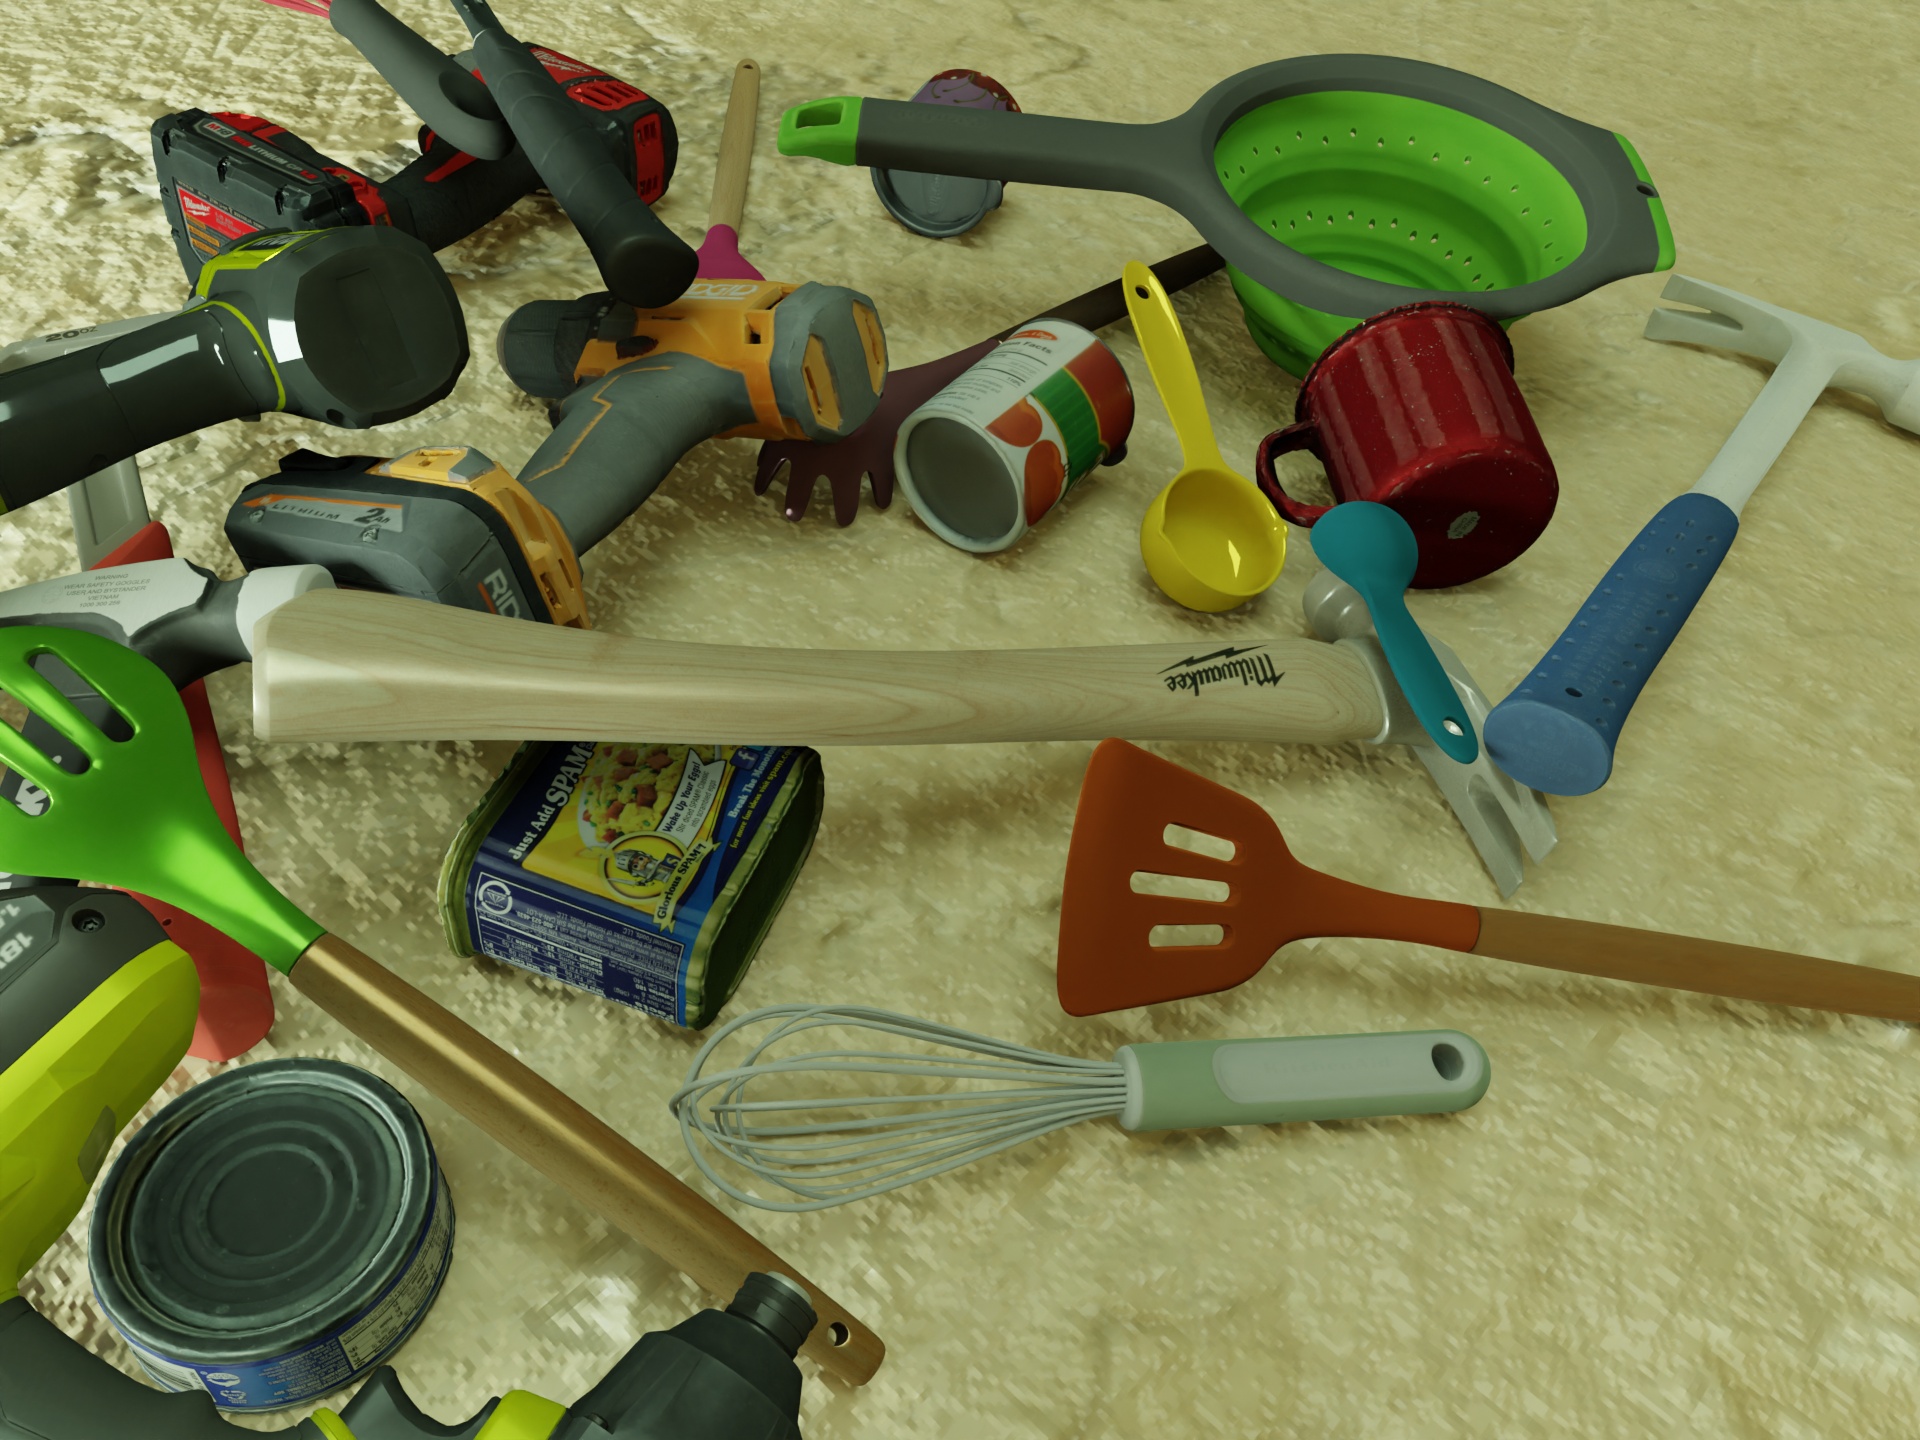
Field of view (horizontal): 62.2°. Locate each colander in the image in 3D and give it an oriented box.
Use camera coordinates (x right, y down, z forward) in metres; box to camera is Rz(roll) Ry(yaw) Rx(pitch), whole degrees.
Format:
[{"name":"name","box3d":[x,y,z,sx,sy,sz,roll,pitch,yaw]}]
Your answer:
[{"name":"colander","box3d":[0.114,-0.225,0.742,0.397,0.094,0.205,5,51,-2]}]

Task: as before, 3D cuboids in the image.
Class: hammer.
[{"name":"hammer","box3d":[-0.001,-0.002,0.506,0.410,0.038,0.146,0,46,-23]},{"name":"hammer","box3d":[-0.283,-0.035,0.564,0.149,0.036,0.359,-17,50,-21]},{"name":"hammer","box3d":[-0.205,-0.298,0.687,0.149,0.036,0.409,19,29,-48]},{"name":"hammer","box3d":[-0.270,0.095,0.413,0.146,0.035,0.335,-4,55,7]},{"name":"hammer","box3d":[0.305,-0.091,0.657,0.144,0.035,0.405,31,46,22]}]

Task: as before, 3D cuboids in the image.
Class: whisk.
[{"name":"whisk","box3d":[-0.293,-0.340,0.743,0.073,0.073,0.296,-31,61,-30]},{"name":"whisk","box3d":[0.041,0.106,0.459,0.246,0.059,0.058,0,59,-13]}]

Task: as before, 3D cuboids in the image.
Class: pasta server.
[{"name":"pasta server","box3d":[0.033,-0.171,0.735,0.060,0.040,0.316,37,50,26]}]

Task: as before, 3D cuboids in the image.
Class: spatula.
[{"name":"spatula","box3d":[0.184,0.070,0.492,0.322,0.041,0.081,9,86,-8]}]

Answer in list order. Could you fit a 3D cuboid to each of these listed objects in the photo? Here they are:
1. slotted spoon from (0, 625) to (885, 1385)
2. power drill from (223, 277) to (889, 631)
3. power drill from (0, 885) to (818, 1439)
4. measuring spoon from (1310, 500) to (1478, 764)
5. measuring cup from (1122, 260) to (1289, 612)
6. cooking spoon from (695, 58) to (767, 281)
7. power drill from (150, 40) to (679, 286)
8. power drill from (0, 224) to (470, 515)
[{"name":"slotted spoon","box3d":[-0.147,0.075,0.414,0.314,0.031,0.070,37,60,0]},{"name":"power drill","box3d":[-0.159,-0.102,0.600,0.185,0.084,0.226,12,44,32]},{"name":"power drill","box3d":[-0.150,0.146,0.343,0.223,0.080,0.171,38,54,-1]},{"name":"measuring spoon","box3d":[0.161,-0.038,0.566,0.042,0.021,0.129,5,45,-18]},{"name":"measuring cup","box3d":[0.087,-0.115,0.648,0.062,0.029,0.157,-5,69,-26]},{"name":"cooking spoon","box3d":[-0.118,-0.257,0.804,0.068,0.017,0.319,3,47,-5]},{"name":"power drill","box3d":[-0.257,-0.266,0.760,0.143,0.078,0.220,30,48,20]},{"name":"power drill","box3d":[-0.298,-0.106,0.531,0.228,0.080,0.191,-31,29,-28]}]
